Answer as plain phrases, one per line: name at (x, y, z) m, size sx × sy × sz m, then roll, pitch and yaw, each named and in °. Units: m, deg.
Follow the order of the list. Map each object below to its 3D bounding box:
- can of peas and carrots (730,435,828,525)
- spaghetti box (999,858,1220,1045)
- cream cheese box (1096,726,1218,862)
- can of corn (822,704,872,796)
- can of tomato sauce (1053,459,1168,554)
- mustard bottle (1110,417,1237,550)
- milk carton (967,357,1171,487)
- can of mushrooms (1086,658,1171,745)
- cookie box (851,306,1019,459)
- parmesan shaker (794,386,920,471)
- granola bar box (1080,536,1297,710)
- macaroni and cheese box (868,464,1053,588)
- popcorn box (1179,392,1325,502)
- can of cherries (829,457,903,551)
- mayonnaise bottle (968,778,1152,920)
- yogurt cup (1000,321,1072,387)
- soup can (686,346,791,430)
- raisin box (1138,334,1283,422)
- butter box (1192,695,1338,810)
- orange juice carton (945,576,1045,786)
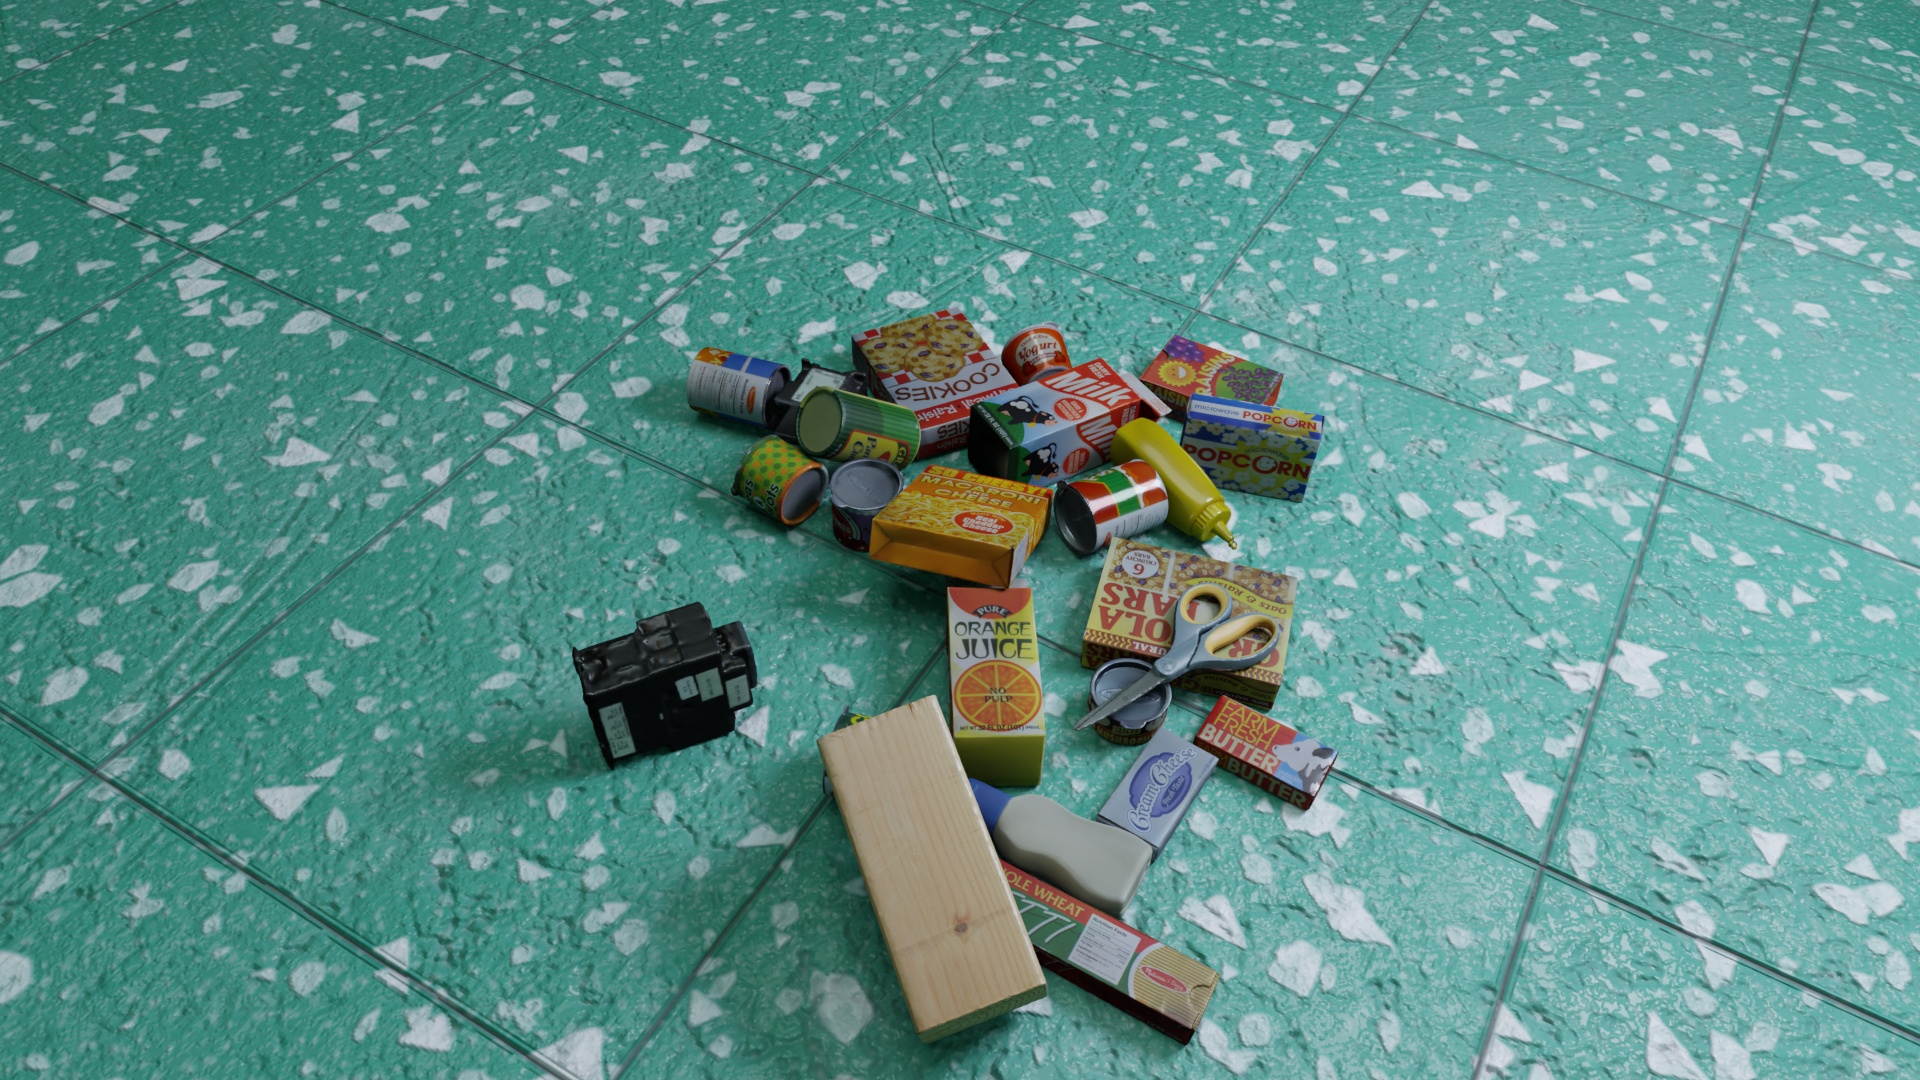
can of peas and carrots at (-0.166, -0.053, 1.276) m, size 0.059 × 0.070 × 0.071 m, roll 31°, pitch 53°, yaw 24°
spaghetti box at (0.061, 0.276, 0.998) m, size 0.250 × 0.028 × 0.050 m, roll 24°, pitch 50°, yaw 19°
cream cheese box at (0.153, 0.196, 1.081) m, size 0.053 × 0.024 × 0.104 m, roll 27°, pitch 51°, yaw 22°
can of corn at (-0.068, 0.167, 1.069) m, size 0.058 × 0.070 × 0.071 m, roll 11°, pitch 47°, yaw 7°
can of tomato sauce at (0.136, -0.033, 1.265) m, size 0.083 × 0.070 × 0.071 m, roll -20°, pitch 51°, yaw -25°
mustard bottle at (0.204, -0.045, 1.289) m, size 0.049 × 0.065 × 0.160 m, roll -30°, pitch 60°, yaw -21°
milk carton at (0.107, -0.114, 1.340) m, size 0.191 × 0.073 × 0.072 m, roll -23°, pitch 52°, yaw -22°
can of mushrooms at (0.137, 0.134, 1.134) m, size 0.071 × 0.033 × 0.071 m, roll 2°, pitch 46°, yaw -2°
cookie box at (-0.022, -0.161, 1.402) m, size 0.123 × 0.040 × 0.168 m, roll -18°, pitch 49°, yaw -18°
parmesan shaker at (-0.098, -0.101, 1.293) m, size 0.103 × 0.071 × 0.071 m, roll 9°, pitch 32°, yaw -49°
granola bar box at (0.197, 0.069, 1.193) m, size 0.166 × 0.038 × 0.125 m, roll 13°, pitch 48°, yaw 9°
macaroni and cheese box at (0.004, -0.015, 1.219) m, size 0.124 × 0.040 × 0.167 m, roll 12°, pitch 21°, yaw 12°
popcorn box at (0.271, -0.088, 1.314) m, size 0.127 × 0.084 × 0.038 m, roll 11°, pitch 48°, yaw 7°
can of cherries at (-0.087, -0.031, 1.263) m, size 0.071 × 0.058 × 0.072 m, roll 2°, pitch 47°, yaw -2°
mayonnaise bottle at (0.065, 0.225, 1.040) m, size 0.148 × 0.041 × 0.065 m, roll 23°, pitch 46°, yaw 20°
yogurt cup at (0.081, -0.177, 1.406) m, size 0.072 × 0.072 × 0.054 m, roll -13°, pitch 57°, yaw -14°
soup can at (-0.217, -0.151, 1.368) m, size 0.084 × 0.071 × 0.072 m, roll 15°, pitch 48°, yaw 12°
raisin box at (0.252, -0.153, 1.407) m, size 0.123 × 0.039 × 0.086 m, roll 23°, pitch 51°, yaw 19°
butter box at (0.243, 0.169, 1.111) m, size 0.103 × 0.024 × 0.053 m, roll 25°, pitch 50°, yaw 20°
orange juice carton at (0.025, 0.102, 1.132) m, size 0.072 × 0.072 × 0.194 m, roll 0°, pitch 46°, yaw -3°
